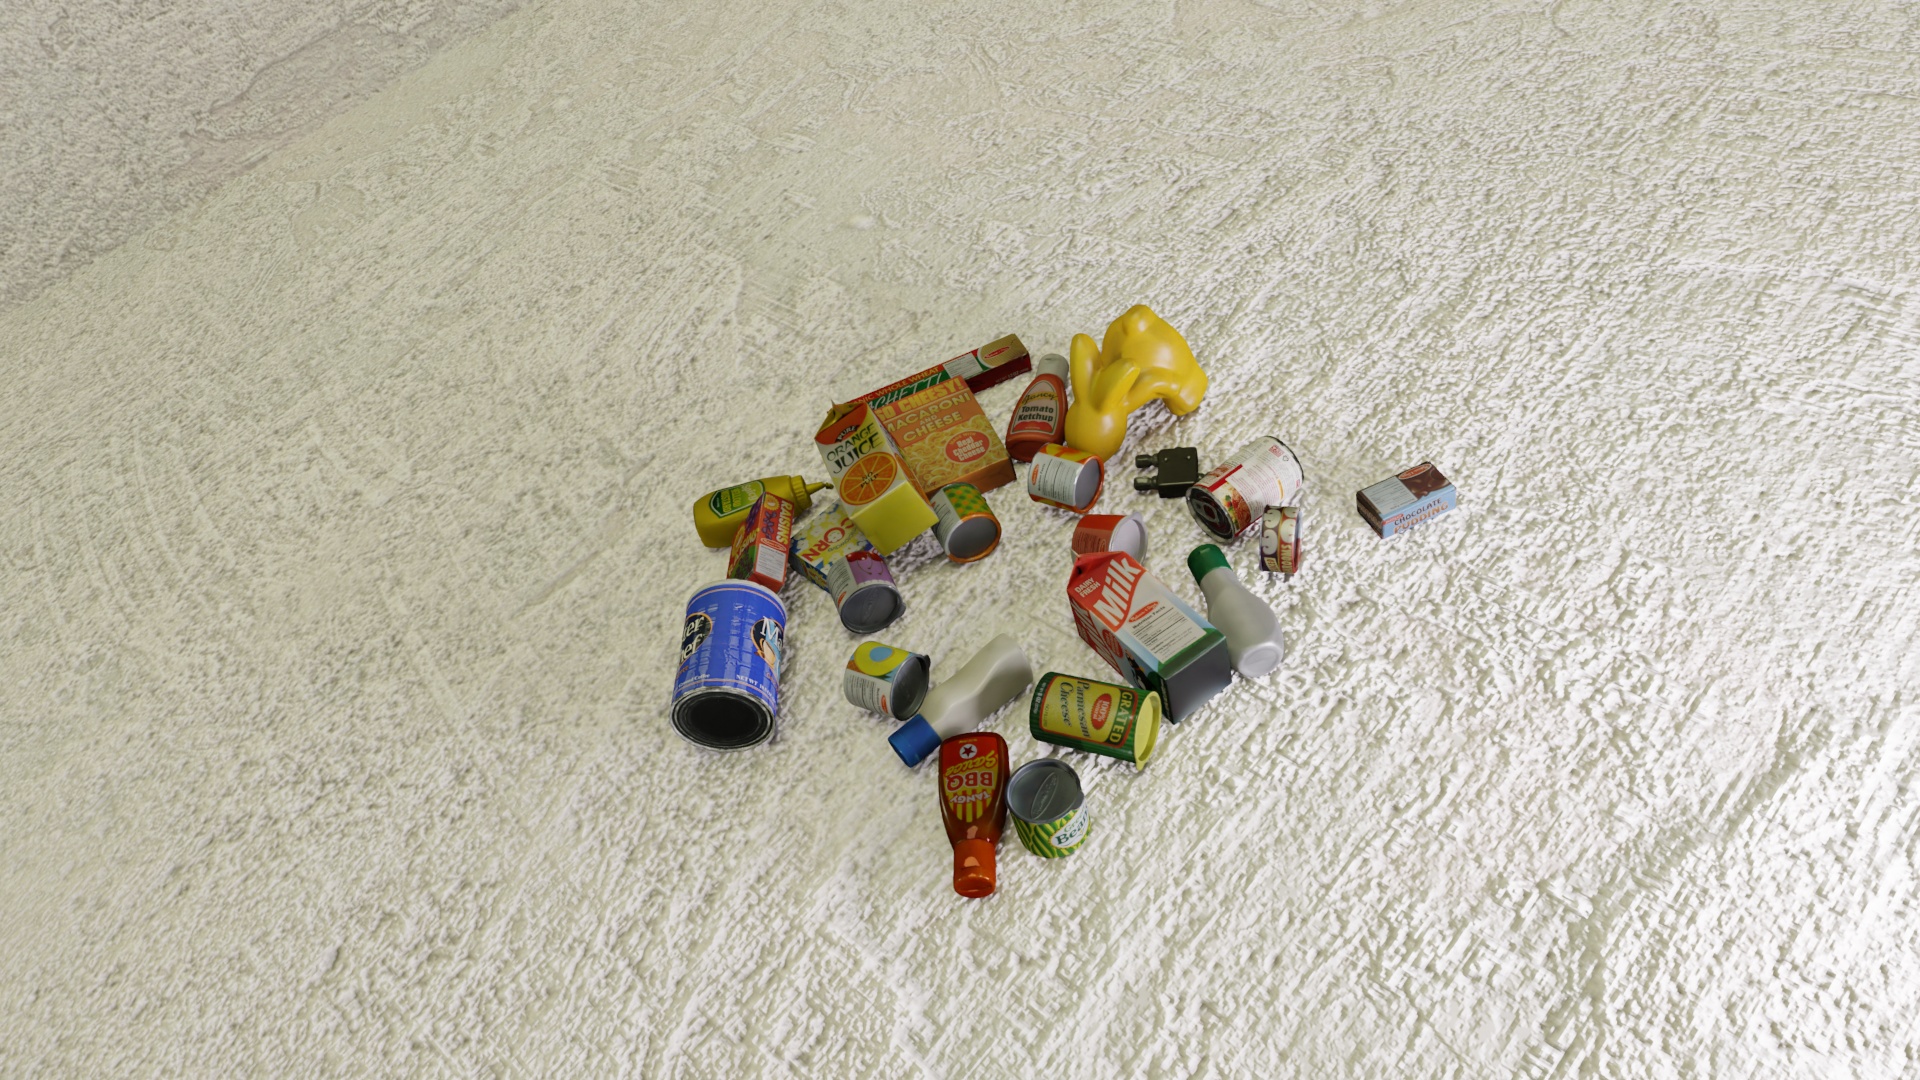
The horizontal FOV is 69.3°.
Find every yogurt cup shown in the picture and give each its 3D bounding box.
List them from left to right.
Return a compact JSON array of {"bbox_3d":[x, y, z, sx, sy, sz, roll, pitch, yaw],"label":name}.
[{"bbox_3d":[0.148,0.004,1.398,0.054,0.072,0.073,12,51,38],"label":"yogurt cup"}]

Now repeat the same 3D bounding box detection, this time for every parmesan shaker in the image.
[{"bbox_3d":[0.120,0.161,1.249,0.103,0.071,0.072,9,50,26],"label":"parmesan shaker"}]

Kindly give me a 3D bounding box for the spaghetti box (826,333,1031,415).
[{"bbox_3d":[-0.038,-0.181,1.666,0.250,0.028,0.050,-23,44,-5],"label":"spaghetti box"}]

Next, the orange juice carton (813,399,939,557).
[{"bbox_3d":[-0.097,-0.078,1.485,0.073,0.071,0.193,-34,43,5],"label":"orange juice carton"}]

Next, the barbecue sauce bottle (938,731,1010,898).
[{"bbox_3d":[0.012,0.240,1.221,0.065,0.043,0.149,-9,45,9],"label":"barbecue sauce bottle"}]

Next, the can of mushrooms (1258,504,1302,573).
[{"bbox_3d":[0.310,0.001,1.345,0.033,0.070,0.071,4,48,21],"label":"can of mushrooms"}]

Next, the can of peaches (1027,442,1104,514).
[{"bbox_3d":[0.114,-0.066,1.477,0.058,0.071,0.071,17,54,32],"label":"can of peaches"}]

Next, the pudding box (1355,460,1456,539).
[{"bbox_3d":[0.439,-0.040,1.368,0.084,0.030,0.050,-23,43,-5],"label":"pudding box"}]

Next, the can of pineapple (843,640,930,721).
[{"bbox_3d":[-0.070,0.134,1.338,0.058,0.070,0.071,14,52,30],"label":"can of pineapple"}]

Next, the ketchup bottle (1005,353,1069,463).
[{"bbox_3d":[0.095,-0.153,1.585,0.065,0.043,0.149,3,47,15],"label":"ketchup bottle"}]

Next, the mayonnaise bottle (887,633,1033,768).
[{"bbox_3d":[0.000,0.153,1.301,0.148,0.064,0.041,-37,48,-14],"label":"mayonnaise bottle"}]

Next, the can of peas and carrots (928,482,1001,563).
[{"bbox_3d":[0.005,-0.018,1.466,0.071,0.070,0.059,-25,45,-7],"label":"can of peas and carrots"}]

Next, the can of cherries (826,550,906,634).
[{"bbox_3d":[-0.097,0.053,1.429,0.071,0.071,0.058,-24,43,-5],"label":"can of cherries"}]

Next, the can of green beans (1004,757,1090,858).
[{"bbox_3d":[0.076,0.231,1.198,0.071,0.057,0.071,-9,44,9],"label":"can of green beans"}]

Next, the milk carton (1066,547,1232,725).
[{"bbox_3d":[0.165,0.079,1.311,0.073,0.072,0.191,-33,47,-15],"label":"milk carton"}]

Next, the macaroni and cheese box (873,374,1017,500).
[{"bbox_3d":[-0.024,-0.107,1.581,0.124,0.040,0.167,-23,44,-5],"label":"macaroni and cheese box"}]

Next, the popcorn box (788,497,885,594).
[{"bbox_3d":[-0.118,-0.004,1.510,0.127,0.038,0.085,-42,48,-22],"label":"popcorn box"}]

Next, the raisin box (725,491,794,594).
[{"bbox_3d":[-0.218,0.020,1.486,0.040,0.085,0.124,23,41,-21],"label":"raisin box"}]

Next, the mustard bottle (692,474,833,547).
[{"bbox_3d":[-0.221,-0.042,1.574,0.160,0.048,0.065,-19,45,0],"label":"mustard bottle"}]

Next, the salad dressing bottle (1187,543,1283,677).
[{"bbox_3d":[0.257,0.063,1.318,0.064,0.043,0.148,-20,43,1],"label":"salad dressing bottle"}]
